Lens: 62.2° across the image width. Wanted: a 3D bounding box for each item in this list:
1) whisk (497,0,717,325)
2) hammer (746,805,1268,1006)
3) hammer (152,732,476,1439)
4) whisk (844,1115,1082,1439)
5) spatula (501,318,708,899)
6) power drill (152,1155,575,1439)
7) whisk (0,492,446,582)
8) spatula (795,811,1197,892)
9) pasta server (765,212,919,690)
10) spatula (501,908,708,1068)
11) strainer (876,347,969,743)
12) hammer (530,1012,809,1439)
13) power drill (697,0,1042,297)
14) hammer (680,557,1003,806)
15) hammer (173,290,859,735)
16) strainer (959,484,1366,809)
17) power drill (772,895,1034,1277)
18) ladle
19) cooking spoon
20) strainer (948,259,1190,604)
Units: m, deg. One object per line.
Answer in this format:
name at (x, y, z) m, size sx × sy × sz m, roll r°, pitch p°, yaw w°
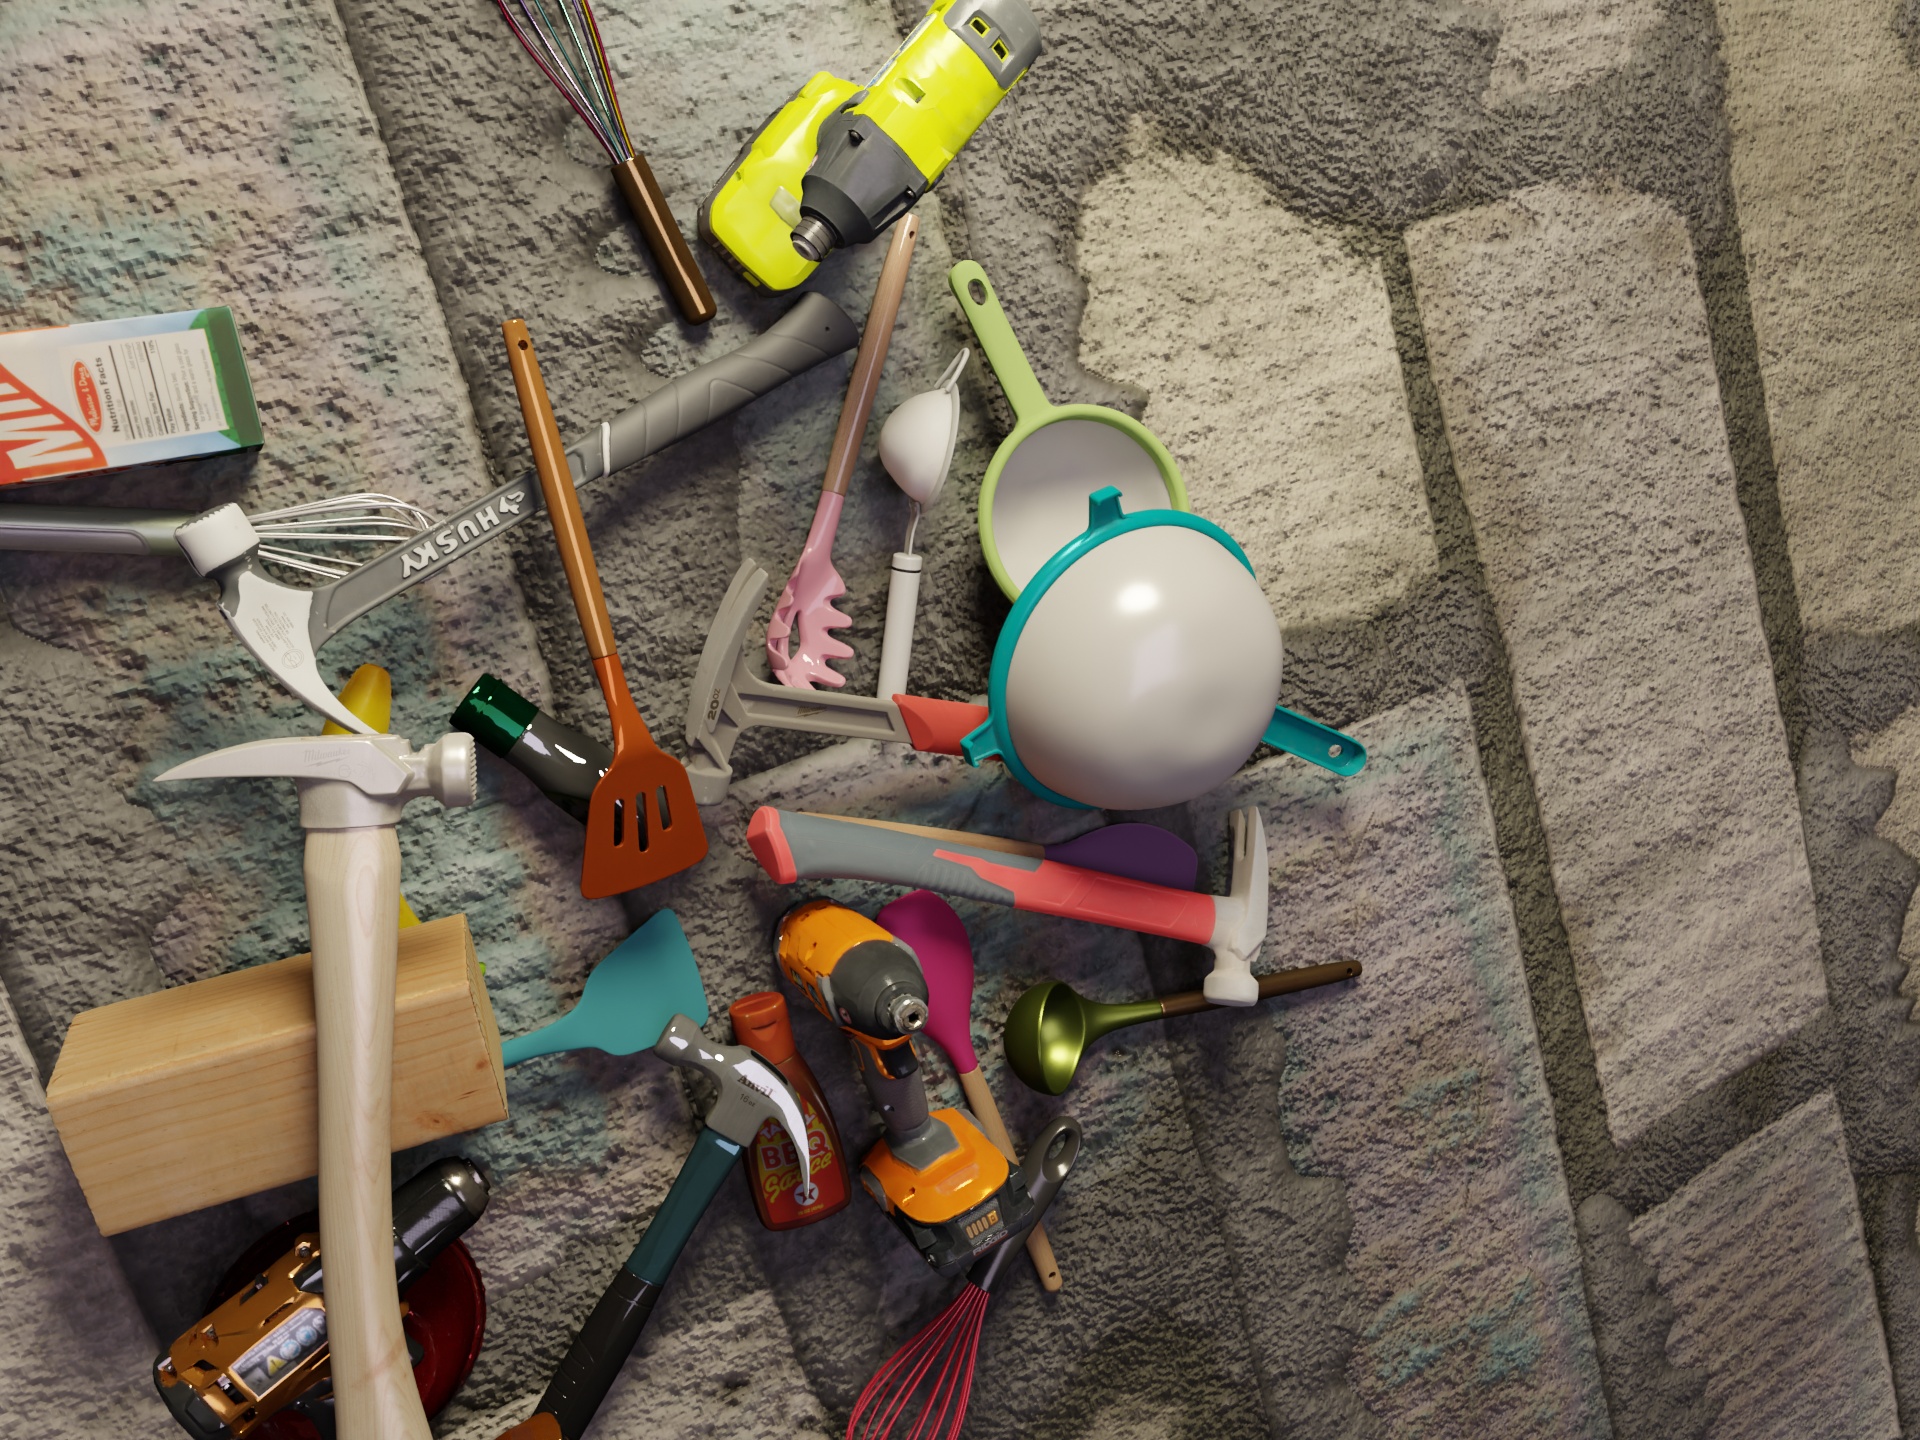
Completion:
whisk at (-0.207, -0.345, 0.923) m, size 0.047 × 0.051 × 0.244 m, roll -25°, pitch 111°, yaw 1°
hammer at (0.045, 0.093, 1.063) m, size 0.386 × 0.038 × 0.143 m, roll 14°, pitch 72°, yaw -26°
hammer at (-0.313, 0.212, 0.797) m, size 0.146 × 0.038 × 0.410 m, roll -2°, pitch 95°, yaw -14°
whisk at (0.004, 0.403, 1.084) m, size 0.073 × 0.073 × 0.296 m, roll 34°, pitch 81°, yaw -24°
spatula at (-0.208, -0.059, 0.883) m, size 0.081 × 0.041 × 0.322 m, roll -19°, pitch 100°, yaw -31°
power drill at (-0.294, 0.369, 0.878) m, size 0.185 × 0.084 × 0.226 m, roll -39°, pitch 105°, yaw -18°
whisk at (-0.401, -0.099, 0.854) m, size 0.246 × 0.057 × 0.059 m, roll 0°, pitch 54°, yaw -21°
spatula at (0.033, 0.088, 1.090) m, size 0.315 × 0.018 × 0.060 m, roll 10°, pitch 87°, yaw -27°
pasta server at (-0.068, -0.168, 1.004) m, size 0.060 × 0.040 × 0.316 m, roll 18°, pitch 86°, yaw -50°
spatula at (-0.304, 0.210, 0.947) m, size 0.317 × 0.044 × 0.082 m, roll -21°, pitch 106°, yaw -17°
strainer at (-0.035, -0.108, 1.012) m, size 0.050 × 0.087 × 0.258 m, roll 3°, pitch 105°, yaw -17°
hammer at (-0.203, 0.353, 0.982) m, size 0.128 × 0.033 × 0.331 m, roll 30°, pitch 90°, yaw -7°
power drill at (-0.064, -0.311, 0.886) m, size 0.080 × 0.223 × 0.171 m, roll 42°, pitch 78°, yaw -23°
hammer at (-0.002, -0.003, 1.020) m, size 0.358 × 0.037 × 0.149 m, roll 7°, pitch 111°, yaw -34°
hammer at (-0.216, -0.140, 0.904) m, size 0.409 × 0.036 × 0.149 m, roll -37°, pitch 113°, yaw -27°
strainer at (0.178, -0.002, 1.044) m, size 0.340 × 0.095 × 0.211 m, roll 20°, pitch 103°, yaw -35°
power drill at (-0.034, 0.229, 0.997) m, size 0.084 × 0.164 × 0.226 m, roll -27°, pitch 108°, yaw -19°
ladle at (0.171, 0.206, 1.149) m, size 0.320 × 0.062 × 0.078 m, roll -6°, pitch 94°, yaw -27°
cooking spoon at (0.014, 0.262, 1.101) m, size 0.069 × 0.017 × 0.318 m, roll -25°, pitch 106°, yaw -17°
strainer at (0.048, -0.176, 1.046) m, size 0.151 × 0.069 × 0.256 m, roll -30°, pitch 99°, yaw -18°
